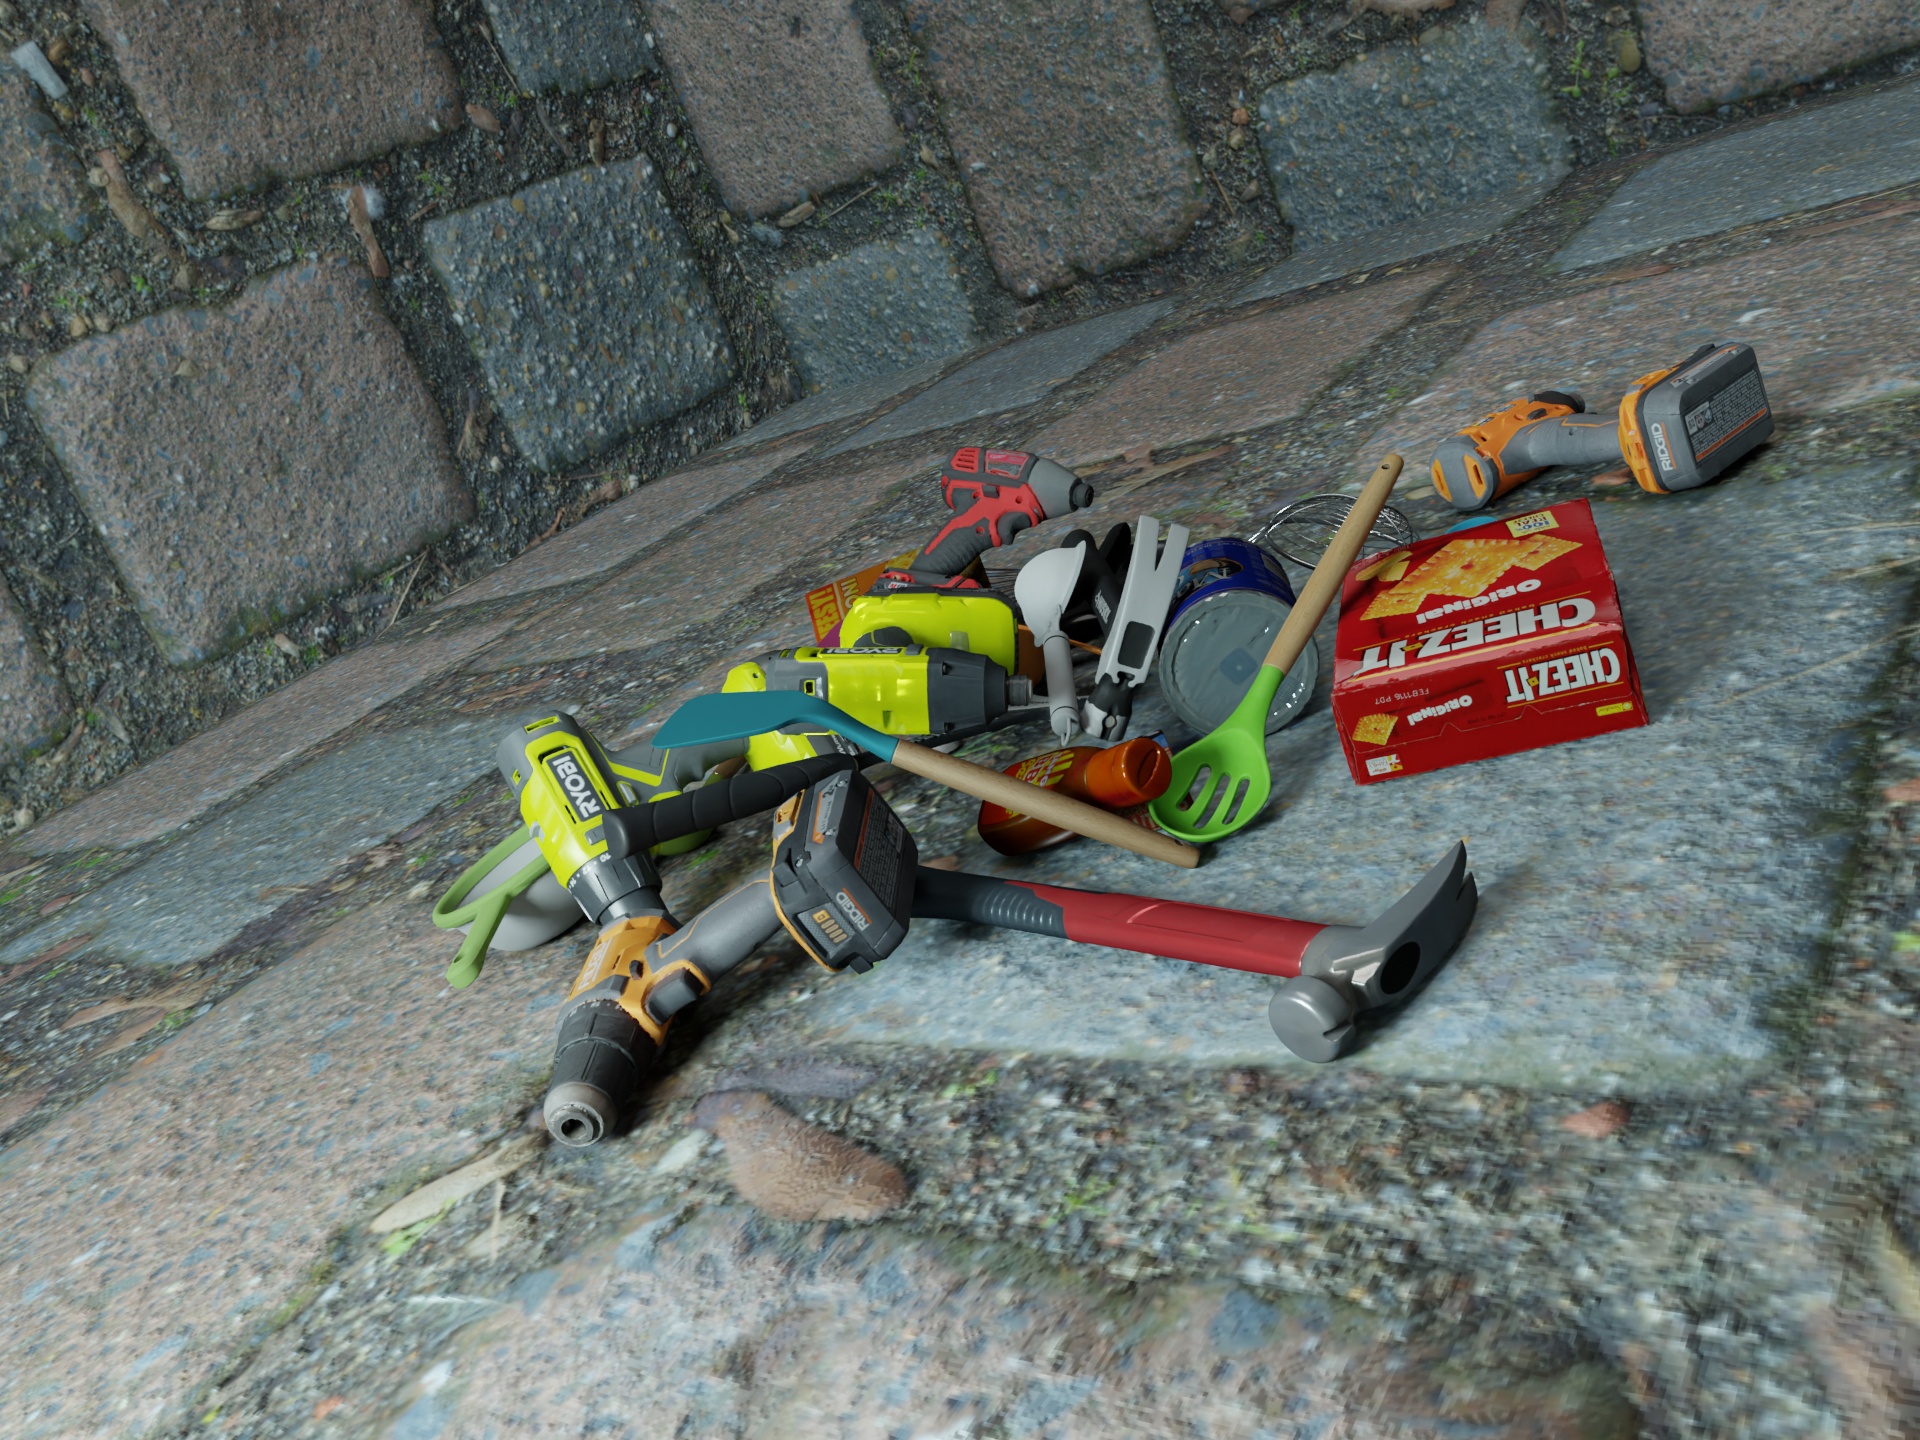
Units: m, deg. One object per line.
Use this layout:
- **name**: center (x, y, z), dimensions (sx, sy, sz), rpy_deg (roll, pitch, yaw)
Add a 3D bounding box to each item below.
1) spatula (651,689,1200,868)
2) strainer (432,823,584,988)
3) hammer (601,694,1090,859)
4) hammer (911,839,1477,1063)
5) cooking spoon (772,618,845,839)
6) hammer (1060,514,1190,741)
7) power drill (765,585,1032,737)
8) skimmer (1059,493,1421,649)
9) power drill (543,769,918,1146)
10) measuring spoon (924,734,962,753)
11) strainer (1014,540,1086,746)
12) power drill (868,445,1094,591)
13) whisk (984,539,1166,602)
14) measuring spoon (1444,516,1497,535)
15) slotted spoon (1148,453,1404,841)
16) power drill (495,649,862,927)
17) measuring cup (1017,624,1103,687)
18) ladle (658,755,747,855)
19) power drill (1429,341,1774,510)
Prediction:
- **spatula**: center (-0.016, 0.035, 0.918), dimensions (0.317, 0.044, 0.082), rpy_deg (20, 23, 1)
- **strainer**: center (-0.310, 0.141, 1.137), dimensions (0.151, 0.069, 0.256), rpy_deg (-32, 17, 8)
- **hammer**: center (-0.065, 0.029, 1.065), dimensions (0.149, 0.036, 0.409), rpy_deg (1, 12, 43)
- **hammer**: center (0.085, 0.100, 0.870), dimensions (0.143, 0.038, 0.386), rpy_deg (-34, 22, -34)
- **cooking spoon**: center (-0.116, -0.003, 1.313), dimensions (0.069, 0.017, 0.319), rpy_deg (-25, 28, 23)
- **hammer**: center (0.108, -0.101, 1.186), dimensions (0.035, 0.146, 0.335), rpy_deg (15, 15, -7)
- **power drill**: center (-0.028, -0.038, 1.120), dimensions (0.171, 0.080, 0.223), rpy_deg (0, 14, 8)
- **skimmer**: center (0.188, -0.084, 1.271), dimensions (0.363, 0.090, 0.127), rpy_deg (-25, 14, 25)
- **power drill**: center (-0.139, 0.139, 0.911), dimensions (0.226, 0.084, 0.185), rpy_deg (-32, 19, 16)
- **measuring spoon**: center (-0.002, -0.004, 1.279), dimensions (0.034, 0.018, 0.124), rpy_deg (-13, 20, 27)
- **strainer**: center (0.066, -0.060, 1.129), dimensions (0.050, 0.086, 0.259), rpy_deg (19, 32, -13)
- **power drill**: center (0.020, -0.152, 1.406), dimensions (0.143, 0.078, 0.220), rpy_deg (13, 57, 26)
- **whisk**: center (0.068, -0.131, 1.501), dimensions (0.284, 0.070, 0.070), rpy_deg (-10, 22, 20)
- **measuring spoon**: center (0.361, -0.108, 1.171), dimensions (0.042, 0.021, 0.129), rpy_deg (0, 38, 46)
- **slotted spoon**: center (0.207, -0.049, 0.983), dimensions (0.070, 0.031, 0.314), rpy_deg (19, 64, 32)
- **power drill**: center (-0.188, 0.056, 1.129), dimensions (0.228, 0.191, 0.080), rpy_deg (-24, -20, -31)
- **measuring cup**: center (0.064, -0.043, 1.257), dimensions (0.174, 0.052, 0.095), rpy_deg (16, 7, 21)
- **ladle**: center (-0.200, 0.030, 1.354), dimensions (0.078, 0.062, 0.320), rpy_deg (-2, 21, 15)
- **power drill**: center (0.503, -0.230, 1.242), dimensions (0.164, 0.084, 0.226), rpy_deg (-32, 17, -27)
